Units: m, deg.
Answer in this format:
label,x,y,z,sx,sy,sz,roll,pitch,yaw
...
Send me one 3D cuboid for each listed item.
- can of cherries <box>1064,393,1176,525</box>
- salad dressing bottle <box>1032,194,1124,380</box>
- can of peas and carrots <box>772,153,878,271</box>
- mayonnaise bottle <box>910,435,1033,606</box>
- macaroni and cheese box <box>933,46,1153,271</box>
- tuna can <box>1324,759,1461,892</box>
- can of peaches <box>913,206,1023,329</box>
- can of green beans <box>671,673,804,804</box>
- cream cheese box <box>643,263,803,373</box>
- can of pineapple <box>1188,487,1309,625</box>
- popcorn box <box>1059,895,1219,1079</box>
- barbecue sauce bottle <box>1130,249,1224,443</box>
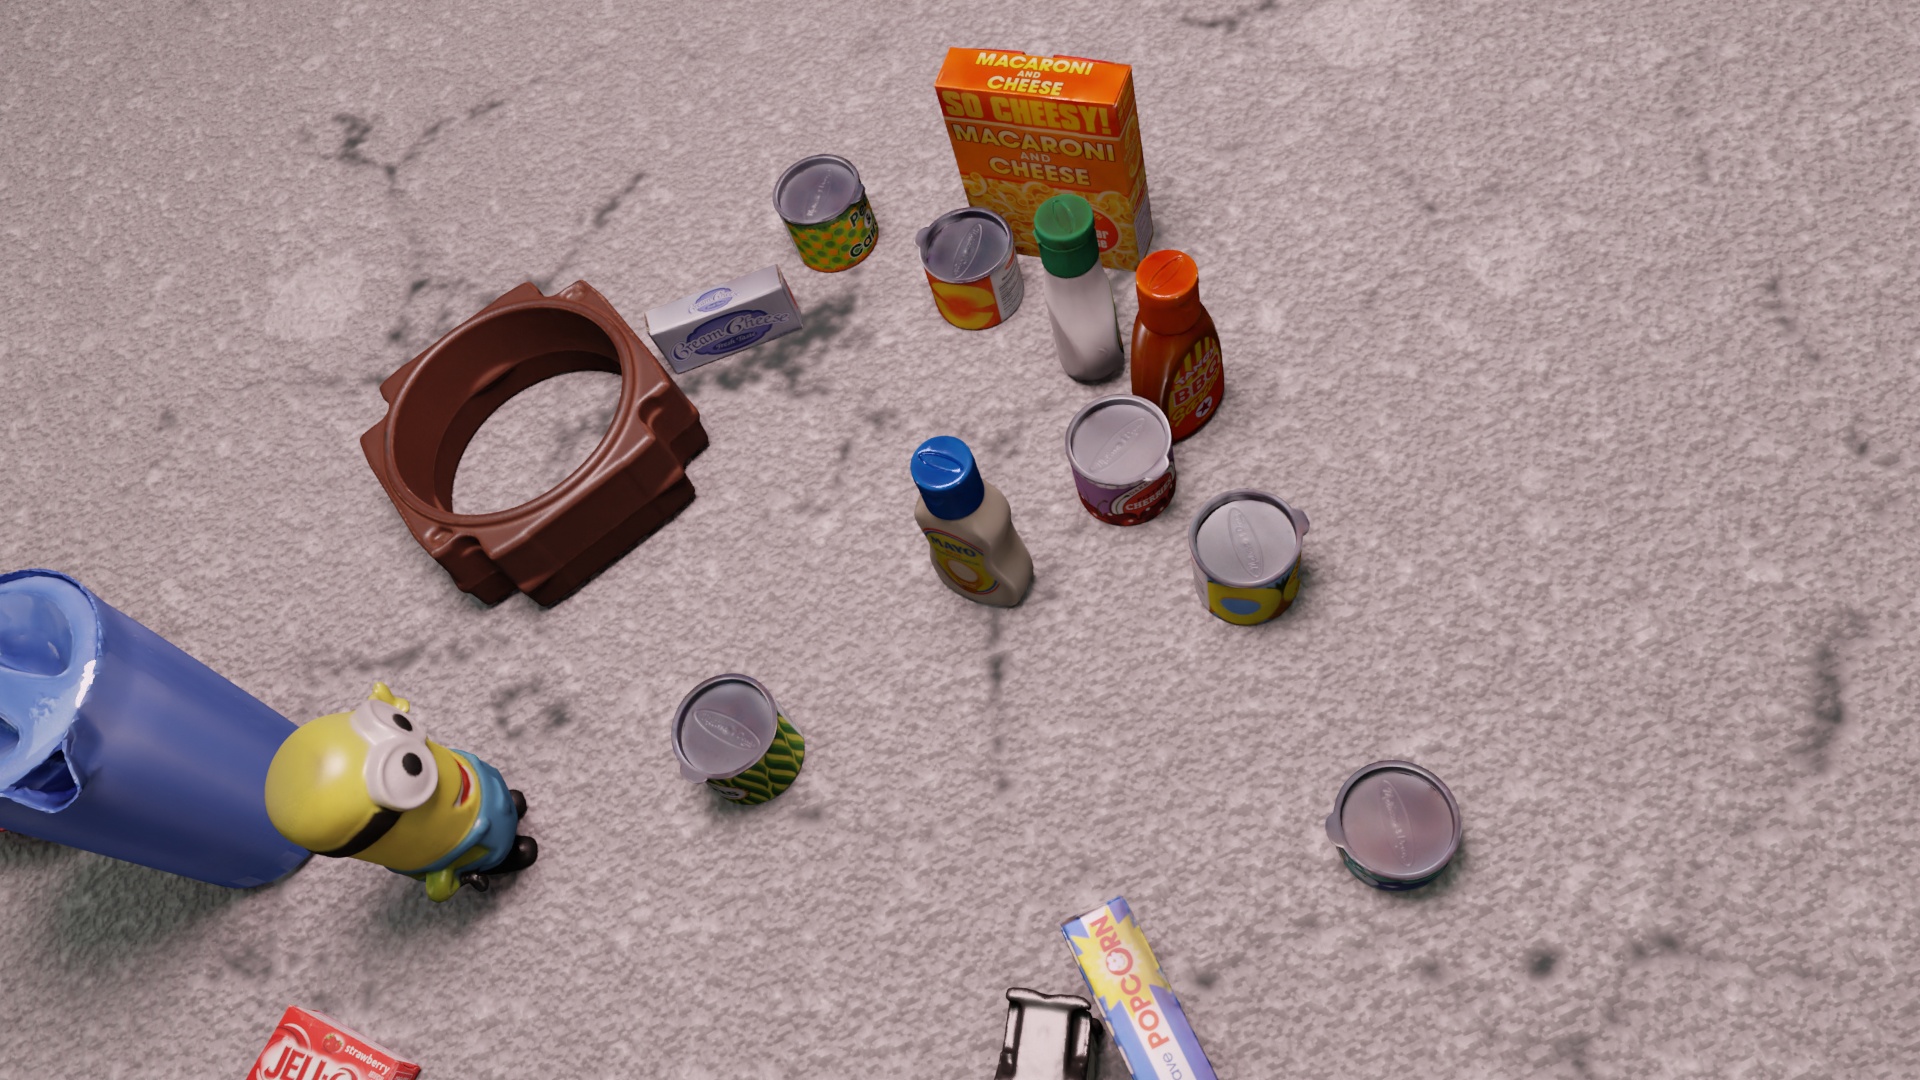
label,x,y,z,sx,sy,sz,roll,pitch,yaw
can of cherries,0.104,-0.048,0.883,0.071,0.058,0.072,-5,62,10
salad dressing bottle,0.076,-0.161,0.898,0.044,0.147,0.064,-21,60,2
can of peas and carrots,-0.097,-0.242,1.031,0.071,0.058,0.071,-5,62,10
mayonnaise bottle,0.003,-0.010,0.835,0.065,0.147,0.041,19,69,21
macaroni and cheese box,0.060,-0.256,0.941,0.124,0.165,0.040,12,67,18
tuna can,0.235,0.157,0.760,0.071,0.032,0.071,-5,62,10
can of peaches,0.007,-0.192,0.982,0.071,0.058,0.071,-5,62,10
can of green beans,-0.135,0.122,0.847,0.071,0.057,0.071,-5,62,10
cream cheese box,-0.170,-0.160,1.007,0.104,0.053,0.024,-20,60,2
can of pineapple,0.174,0.011,0.837,0.071,0.057,0.071,-5,62,10
popcorn box,0.099,0.253,0.709,0.038,0.085,0.127,-27,60,-2
barbecue sauce bottle,0.133,-0.121,0.864,0.065,0.148,0.044,-45,63,-12
